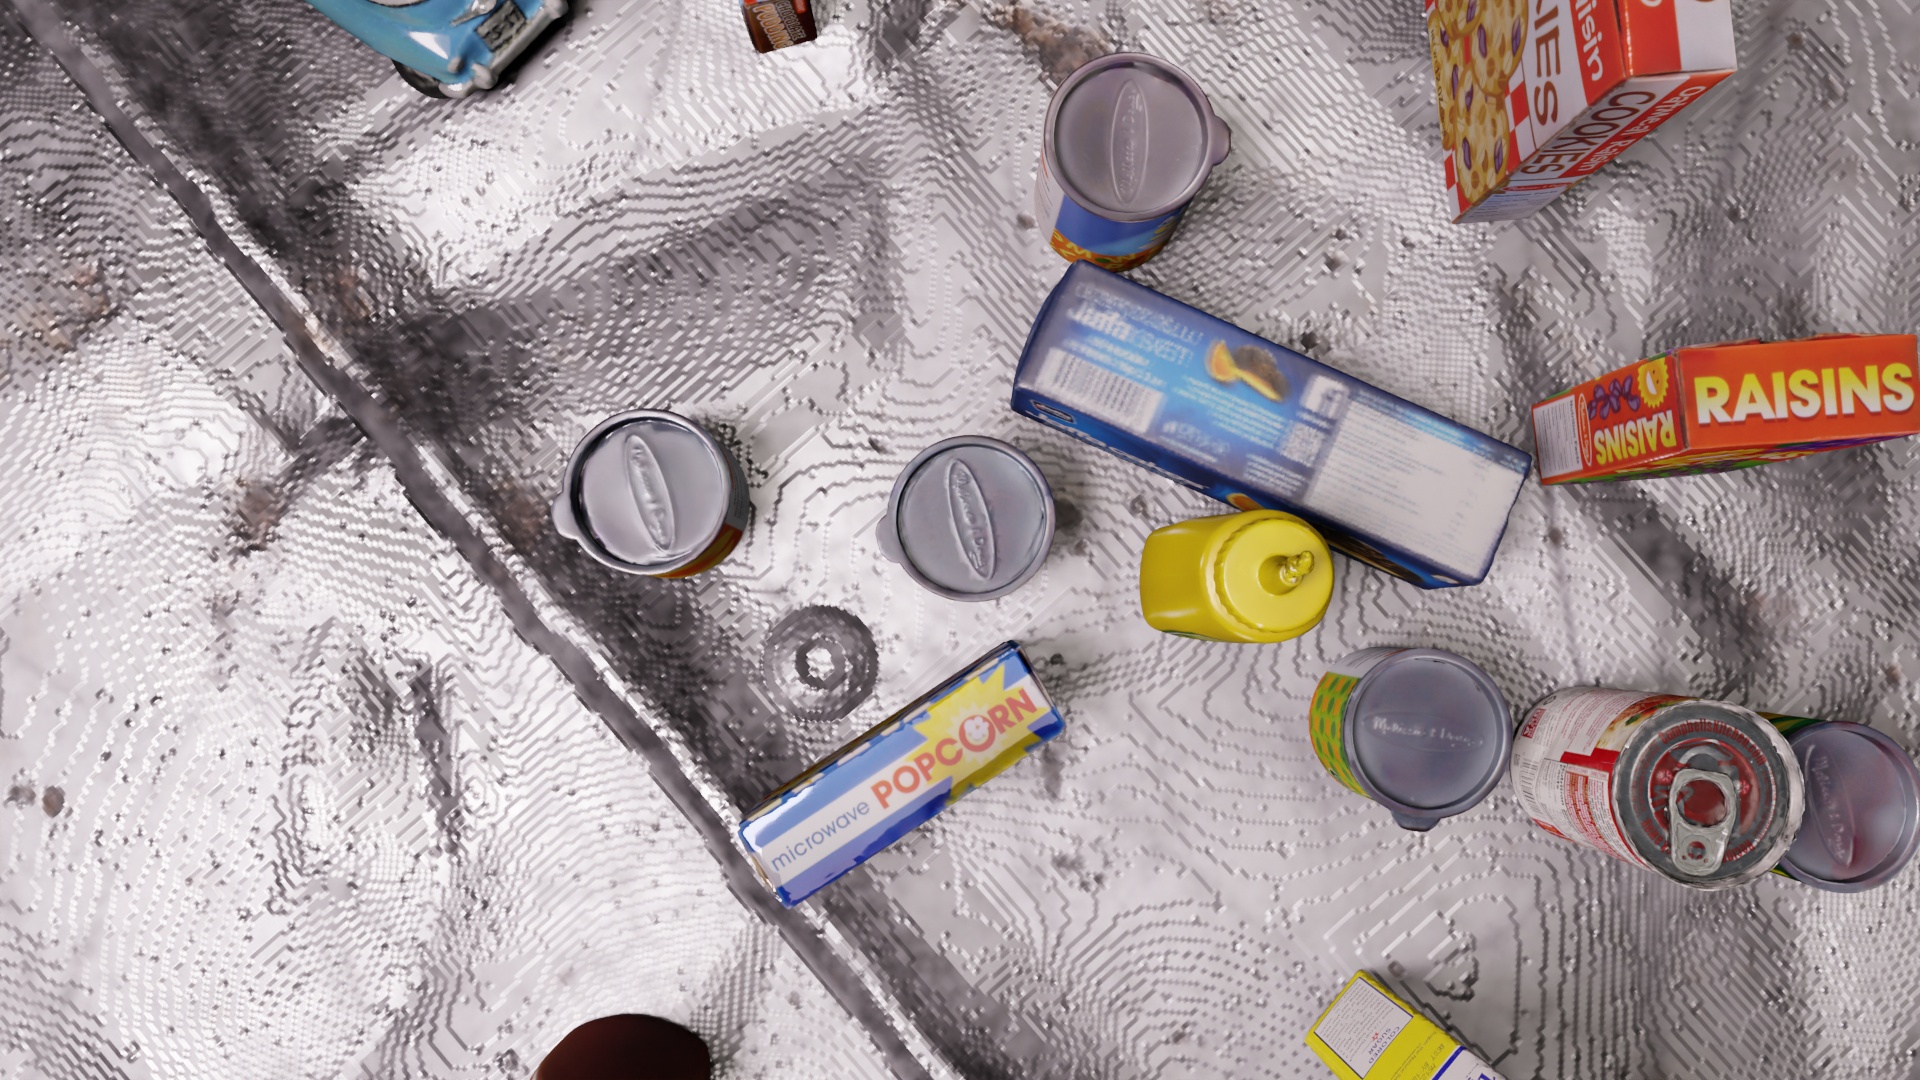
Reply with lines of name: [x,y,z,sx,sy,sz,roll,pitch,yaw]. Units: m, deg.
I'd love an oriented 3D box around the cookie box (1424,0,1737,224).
cookie box: [0.225,-0.204,0.529,0.040,0.167,0.123,-5,87,0]

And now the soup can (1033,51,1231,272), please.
soup can: [0.067,-0.150,0.567,0.071,0.083,0.071,0,87,0]

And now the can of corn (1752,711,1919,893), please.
can of corn: [0.337,0.105,0.563,0.071,0.058,0.071,0,87,0]

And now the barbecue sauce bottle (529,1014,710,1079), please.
barbecue sauce bottle: [-0.136,0.217,0.511,0.065,0.148,0.043,8,87,1]

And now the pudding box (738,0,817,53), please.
pudding box: [-0.087,-0.258,0.591,0.030,0.049,0.083,-15,87,-1]

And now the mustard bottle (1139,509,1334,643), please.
mustard bottle: [0.105,0.014,0.518,0.065,0.160,0.049,2,87,0]

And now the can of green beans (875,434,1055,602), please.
can of green beans: [0.004,-0.007,0.571,0.071,0.058,0.071,0,87,0]

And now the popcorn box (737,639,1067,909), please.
popcorn box: [-0.022,0.089,0.551,0.127,0.085,0.038,-33,87,-2]

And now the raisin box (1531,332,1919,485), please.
raisin box: [0.291,-0.049,0.540,0.086,0.123,0.040,-4,87,0]

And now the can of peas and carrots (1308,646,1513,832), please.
can of peas and carrots: [0.180,0.079,0.565,0.071,0.058,0.071,0,87,0]

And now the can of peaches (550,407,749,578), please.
can of peaches: [-0.125,-0.017,0.571,0.071,0.058,0.071,0,87,0]
